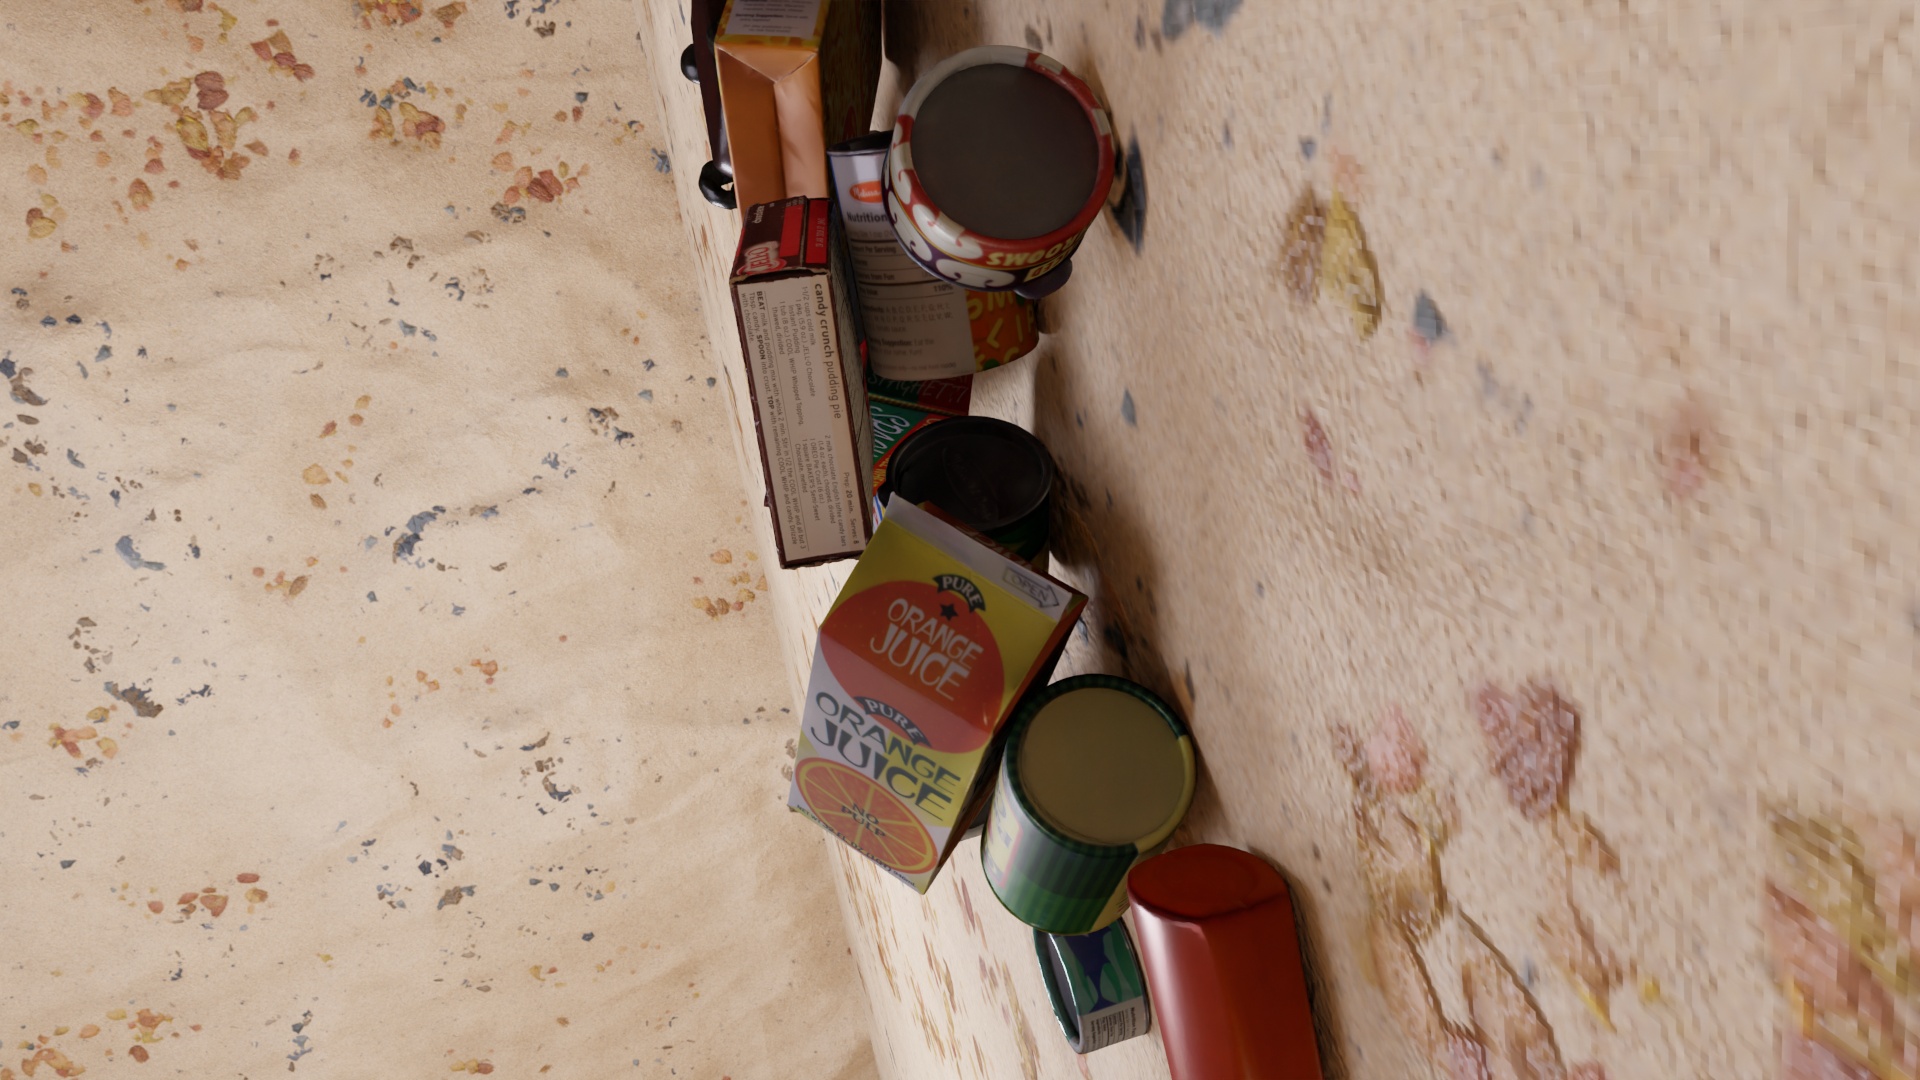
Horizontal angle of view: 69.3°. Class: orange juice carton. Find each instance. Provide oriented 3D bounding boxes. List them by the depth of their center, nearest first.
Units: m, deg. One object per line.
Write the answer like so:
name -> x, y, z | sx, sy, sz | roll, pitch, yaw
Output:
orange juice carton -> -0.010, 0.055, 0.530 | 0.072, 0.073, 0.191 | 31, 145, 10

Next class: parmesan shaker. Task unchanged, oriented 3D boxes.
parmesan shaker -> 0.045, 0.096, 0.507 | 0.102, 0.071, 0.071 | 97, 156, -60

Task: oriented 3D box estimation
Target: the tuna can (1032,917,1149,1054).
tuna can -> 0.058, 0.197, 0.641 | 0.071, 0.033, 0.071 | 167, 88, -78

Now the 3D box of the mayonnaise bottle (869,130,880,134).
mayonnaise bottle -> -0.064, -0.166, 0.728 | 0.041, 0.065, 0.148 | 63, 172, 0

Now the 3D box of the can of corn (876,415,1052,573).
can of corn -> 0.002, -0.007, 0.569 | 0.058, 0.071, 0.071 | 87, 164, -46

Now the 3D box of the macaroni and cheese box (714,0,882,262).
macaroni and cheese box -> -0.061, -0.200, 0.571 | 0.123, 0.040, 0.167 | 92, -177, -54

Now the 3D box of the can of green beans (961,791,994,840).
can of green beans -> -0.005, 0.138, 0.793 | 0.057, 0.071, 0.071 | 120, 135, -73

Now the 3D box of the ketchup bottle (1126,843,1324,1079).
ketchup bottle -> 0.090, 0.174, 0.432 | 0.064, 0.043, 0.148 | -169, 65, -75

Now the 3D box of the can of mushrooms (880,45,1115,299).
can of mushrooms -> 0.012, -0.109, 0.414 | 0.033, 0.071, 0.071 | 132, 123, -75

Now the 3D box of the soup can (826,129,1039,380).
soup can -> -0.007, -0.109, 0.514 | 0.071, 0.071, 0.083 | -130, 28, -65

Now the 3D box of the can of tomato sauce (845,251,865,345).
can of tomato sauce -> -0.040, -0.110, 0.657 | 0.083, 0.071, 0.071 | -173, 69, -74

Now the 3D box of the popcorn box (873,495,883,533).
popcorn box -> -0.020, 0.023, 0.797 | 0.085, 0.038, 0.126 | 154, 102, -79

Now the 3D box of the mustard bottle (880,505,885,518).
mustard bottle -> -0.010, 0.022, 0.722 | 0.065, 0.049, 0.160 | 120, 136, -73

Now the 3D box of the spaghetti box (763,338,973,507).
spaghetti box -> -0.052, -0.047, 0.687 | 0.249, 0.050, 0.029 | 150, 129, -70
